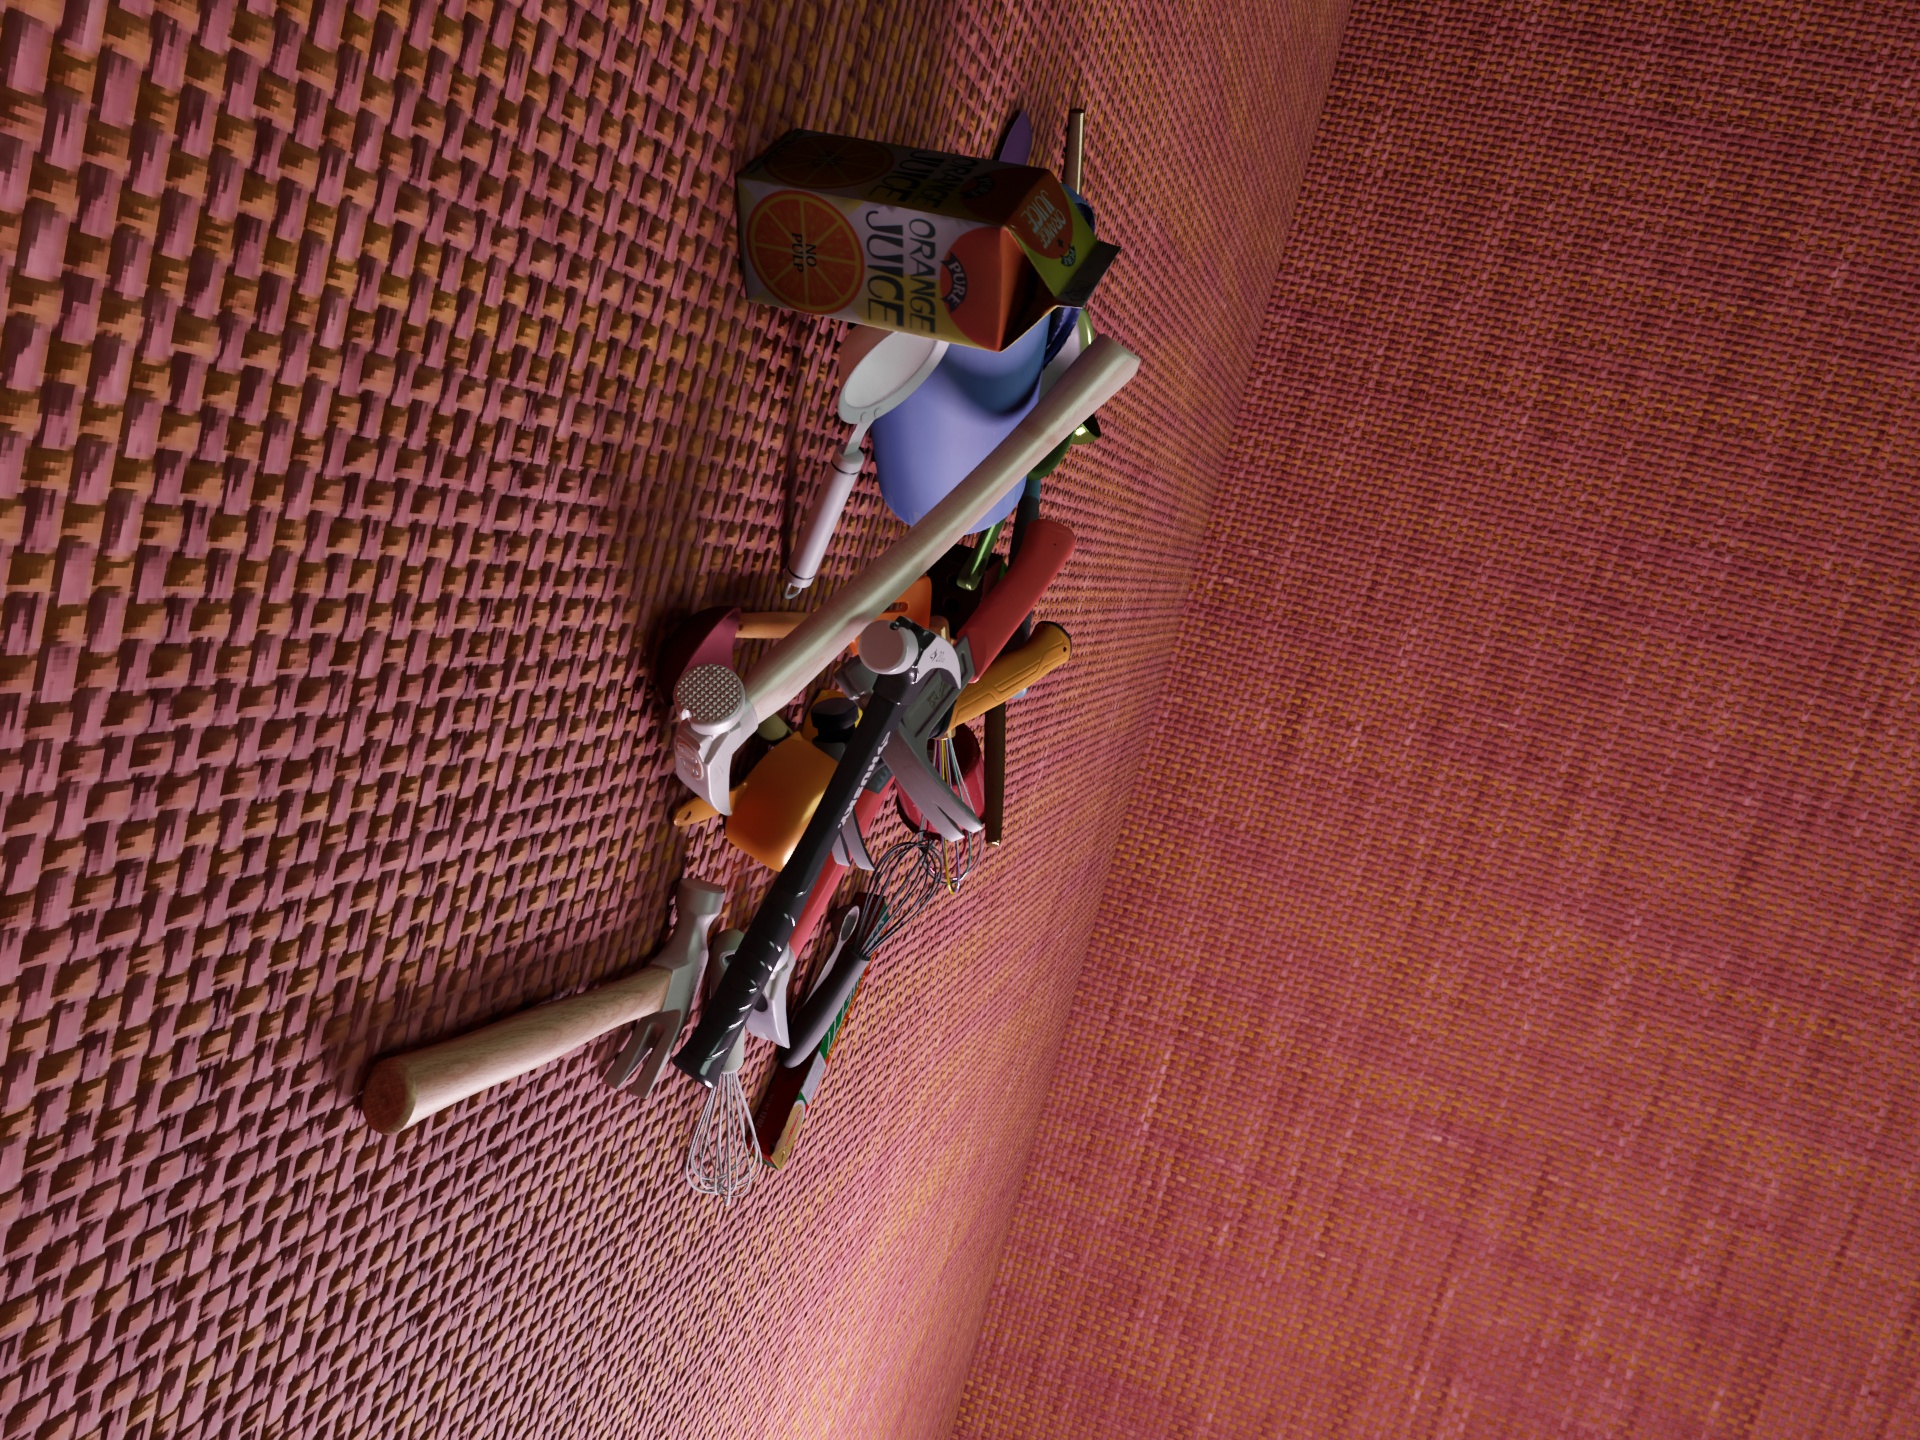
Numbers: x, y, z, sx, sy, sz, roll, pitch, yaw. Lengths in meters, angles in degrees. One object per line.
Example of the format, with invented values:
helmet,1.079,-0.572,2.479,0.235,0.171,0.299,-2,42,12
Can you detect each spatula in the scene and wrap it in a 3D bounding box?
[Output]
spatula,0.005,-0.323,1.214,0.059,0.018,0.316,50,57,-71
spatula,-0.089,-0.066,1.097,0.322,0.041,0.081,-13,112,-73

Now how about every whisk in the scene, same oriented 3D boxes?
whisk,-0.171,0.255,1.161,0.059,0.057,0.246,-119,-149,-58
whisk,-0.014,0.031,1.313,0.047,0.051,0.244,-27,121,-46
whisk,-0.086,0.192,1.319,0.239,0.055,0.055,-57,169,11

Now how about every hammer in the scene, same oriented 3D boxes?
hammer,0.060,-0.184,1.425,0.128,0.033,0.331,67,28,-74
hammer,-0.002,-0.004,1.255,0.337,0.034,0.127,-32,121,-51
hammer,-0.082,0.083,1.311,0.143,0.038,0.386,93,19,-49
hammer,0.025,-0.060,1.234,0.149,0.036,0.359,55,35,-13
hammer,-0.220,0.171,0.880,0.331,0.031,0.130,-5,111,-75
hammer,-0.096,0.088,1.016,0.335,0.035,0.146,-62,167,7
hammer,-0.024,-0.105,0.992,0.411,0.038,0.146,-46,167,-24

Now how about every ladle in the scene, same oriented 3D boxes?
ladle,-0.134,-0.010,1.015,0.069,0.031,0.315,-53,166,-7
ladle,0.109,-0.400,1.465,0.078,0.062,0.319,-92,-177,-51

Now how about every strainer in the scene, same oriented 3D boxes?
strainer,-0.068,-0.167,0.969,0.087,0.050,0.258,-28,156,-44
strainer,0.033,-0.234,1.329,0.256,0.069,0.151,-67,159,-6

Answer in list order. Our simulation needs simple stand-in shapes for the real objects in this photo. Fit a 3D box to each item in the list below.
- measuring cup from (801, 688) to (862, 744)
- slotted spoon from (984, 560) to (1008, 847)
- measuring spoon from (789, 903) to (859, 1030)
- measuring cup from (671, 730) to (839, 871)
measuring cup,-0.066,-0.015,1.217,0.156,0.029,0.062,-40,142,-46
slotted spoon,0.032,-0.026,1.425,0.070,0.031,0.314,60,26,-52
measuring spoon,-0.122,0.212,1.366,0.124,0.018,0.034,-63,162,-13
measuring cup,-0.127,0.064,1.045,0.095,0.052,0.173,-62,165,14
